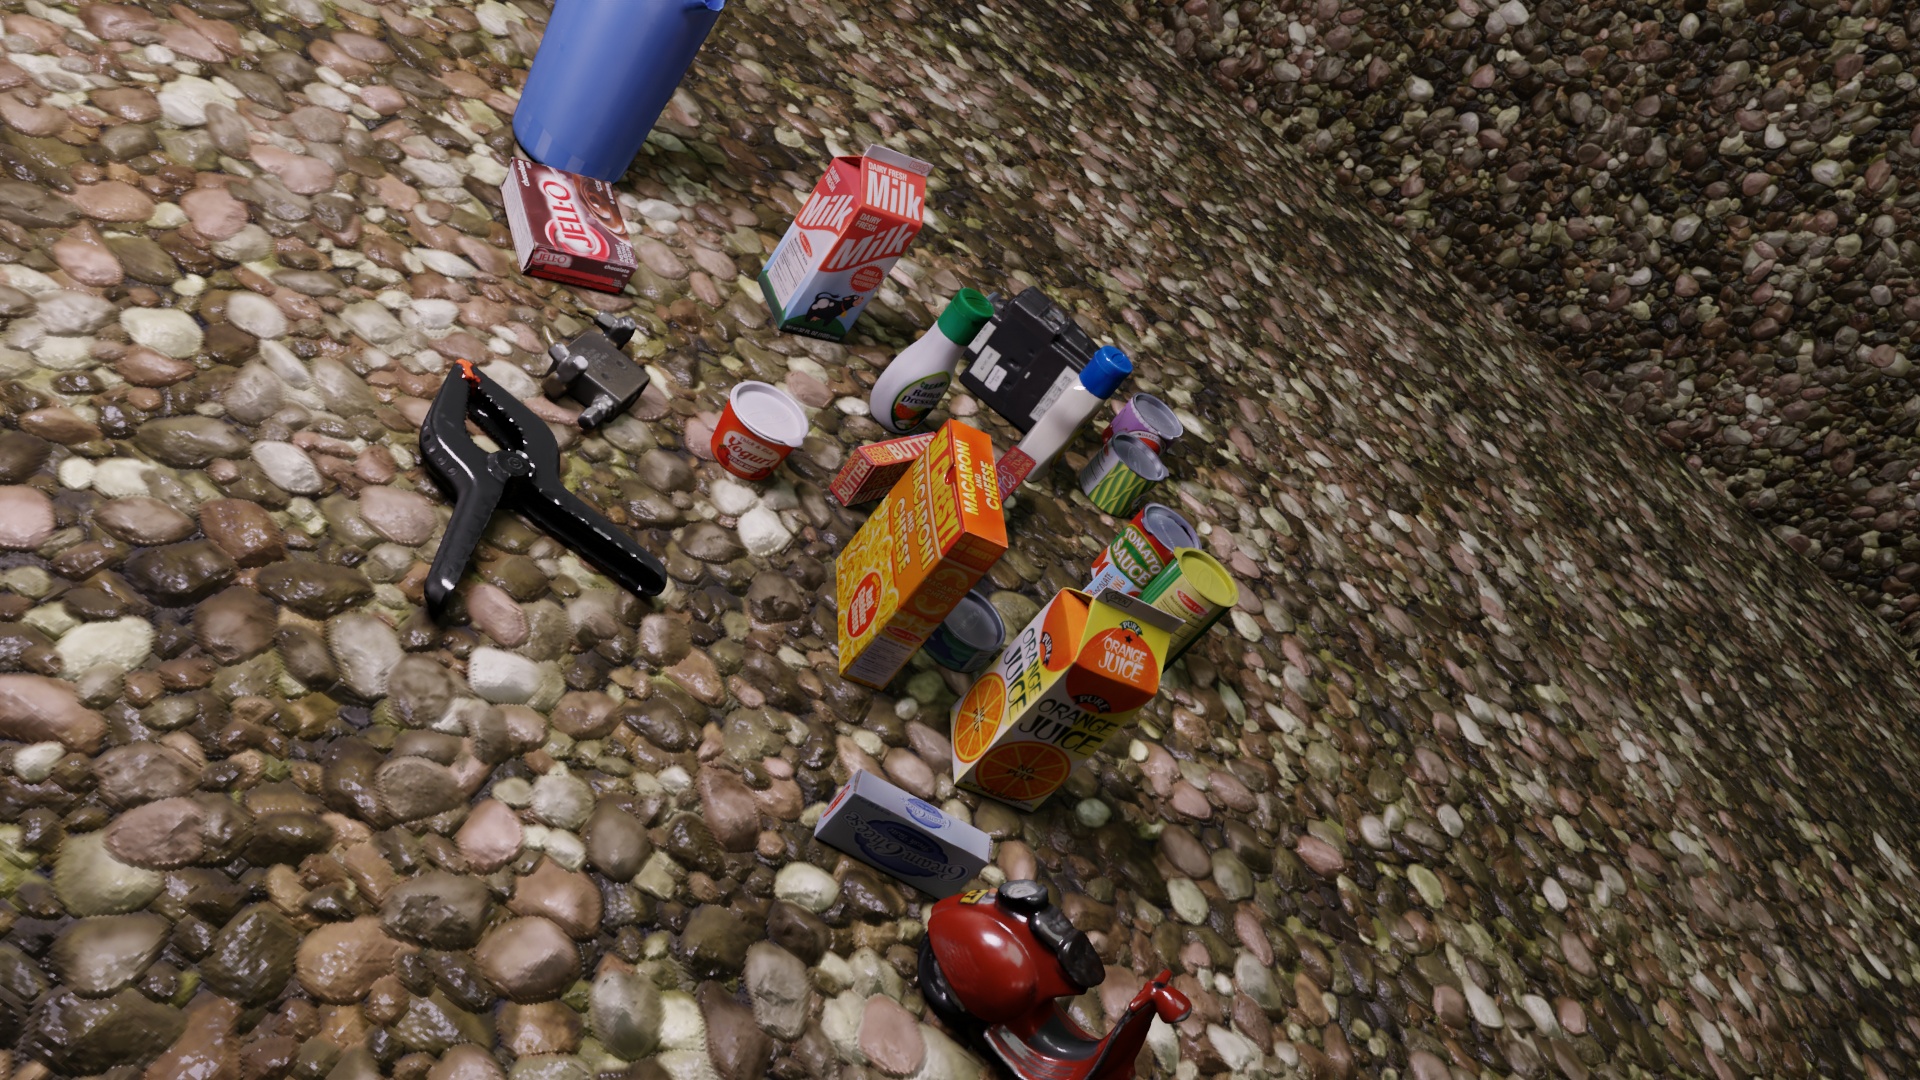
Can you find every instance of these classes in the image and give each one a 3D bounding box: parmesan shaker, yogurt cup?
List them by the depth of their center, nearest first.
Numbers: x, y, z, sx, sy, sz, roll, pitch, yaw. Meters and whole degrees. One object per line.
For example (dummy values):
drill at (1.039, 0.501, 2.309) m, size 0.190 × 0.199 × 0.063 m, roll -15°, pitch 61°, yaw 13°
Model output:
yogurt cup at (-0.162, -0.085, 1.101) m, size 0.072 × 0.053 × 0.073 m, roll 26°, pitch 35°, yaw -20°
parmesan shaker at (0.185, 0.062, 1.226) m, size 0.071 × 0.102 × 0.072 m, roll 26°, pitch 35°, yaw -20°

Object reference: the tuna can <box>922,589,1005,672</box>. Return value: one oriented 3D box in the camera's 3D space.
tuna can at (-0.002, 0.068, 1.098) m, size 0.071 × 0.032 × 0.071 m, roll 26°, pitch 35°, yaw -20°

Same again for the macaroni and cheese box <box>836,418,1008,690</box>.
macaroni and cheese box at (-0.033, 0.010, 1.012) m, size 0.040 × 0.165 × 0.124 m, roll 22°, pitch 37°, yaw -25°

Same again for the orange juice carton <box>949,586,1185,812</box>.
orange juice carton at (0.073, 0.104, 0.984) m, size 0.072 × 0.191 × 0.073 m, roll 24°, pitch 36°, yaw -24°

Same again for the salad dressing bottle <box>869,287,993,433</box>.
salad dressing bottle at (-0.026, -0.160, 1.240) m, size 0.064 × 0.147 × 0.044 m, roll 2°, pitch 48°, yaw -44°

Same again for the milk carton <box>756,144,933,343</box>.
milk carton at (-0.102, -0.277, 1.264) m, size 0.072 × 0.189 × 0.074 m, roll 7°, pitch 45°, yaw -40°

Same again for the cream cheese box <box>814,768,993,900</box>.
cream cheese box at (-0.037, 0.191, 0.898) m, size 0.104 × 0.053 × 0.024 m, roll 30°, pitch 34°, yaw -15°

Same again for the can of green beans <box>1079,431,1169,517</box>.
can of green beans at (0.162, -0.066, 1.396) m, size 0.071 × 0.057 × 0.071 m, roll 26°, pitch 35°, yaw -20°

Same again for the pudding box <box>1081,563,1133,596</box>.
pudding box at (0.113, 0.058, 1.209) m, size 0.030 × 0.049 × 0.084 m, roll 44°, pitch 33°, yaw 6°

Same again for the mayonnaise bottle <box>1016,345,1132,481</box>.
mayonnaise bottle at (0.106, -0.121, 1.324) m, size 0.041 × 0.147 × 0.065 m, roll 44°, pitch 33°, yaw 5°

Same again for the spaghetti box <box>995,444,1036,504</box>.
spaghetti box at (0.004, -0.015, 1.186) m, size 0.028 × 0.050 × 0.251 m, roll 40°, pitch 33°, yaw 0°

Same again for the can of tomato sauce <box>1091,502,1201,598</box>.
can of tomato sauce at (0.169, 0.017, 1.283) m, size 0.071 × 0.082 × 0.071 m, roll 26°, pitch 35°, yaw -20°

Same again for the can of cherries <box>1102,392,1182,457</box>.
can of cherries at (0.194, -0.114, 1.485) m, size 0.071 × 0.058 × 0.072 m, roll 26°, pitch 35°, yaw -20°

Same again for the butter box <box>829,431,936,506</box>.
butter box at (-0.060, -0.061, 1.175) m, size 0.024 × 0.053 × 0.104 m, roll 51°, pitch 34°, yaw 16°
